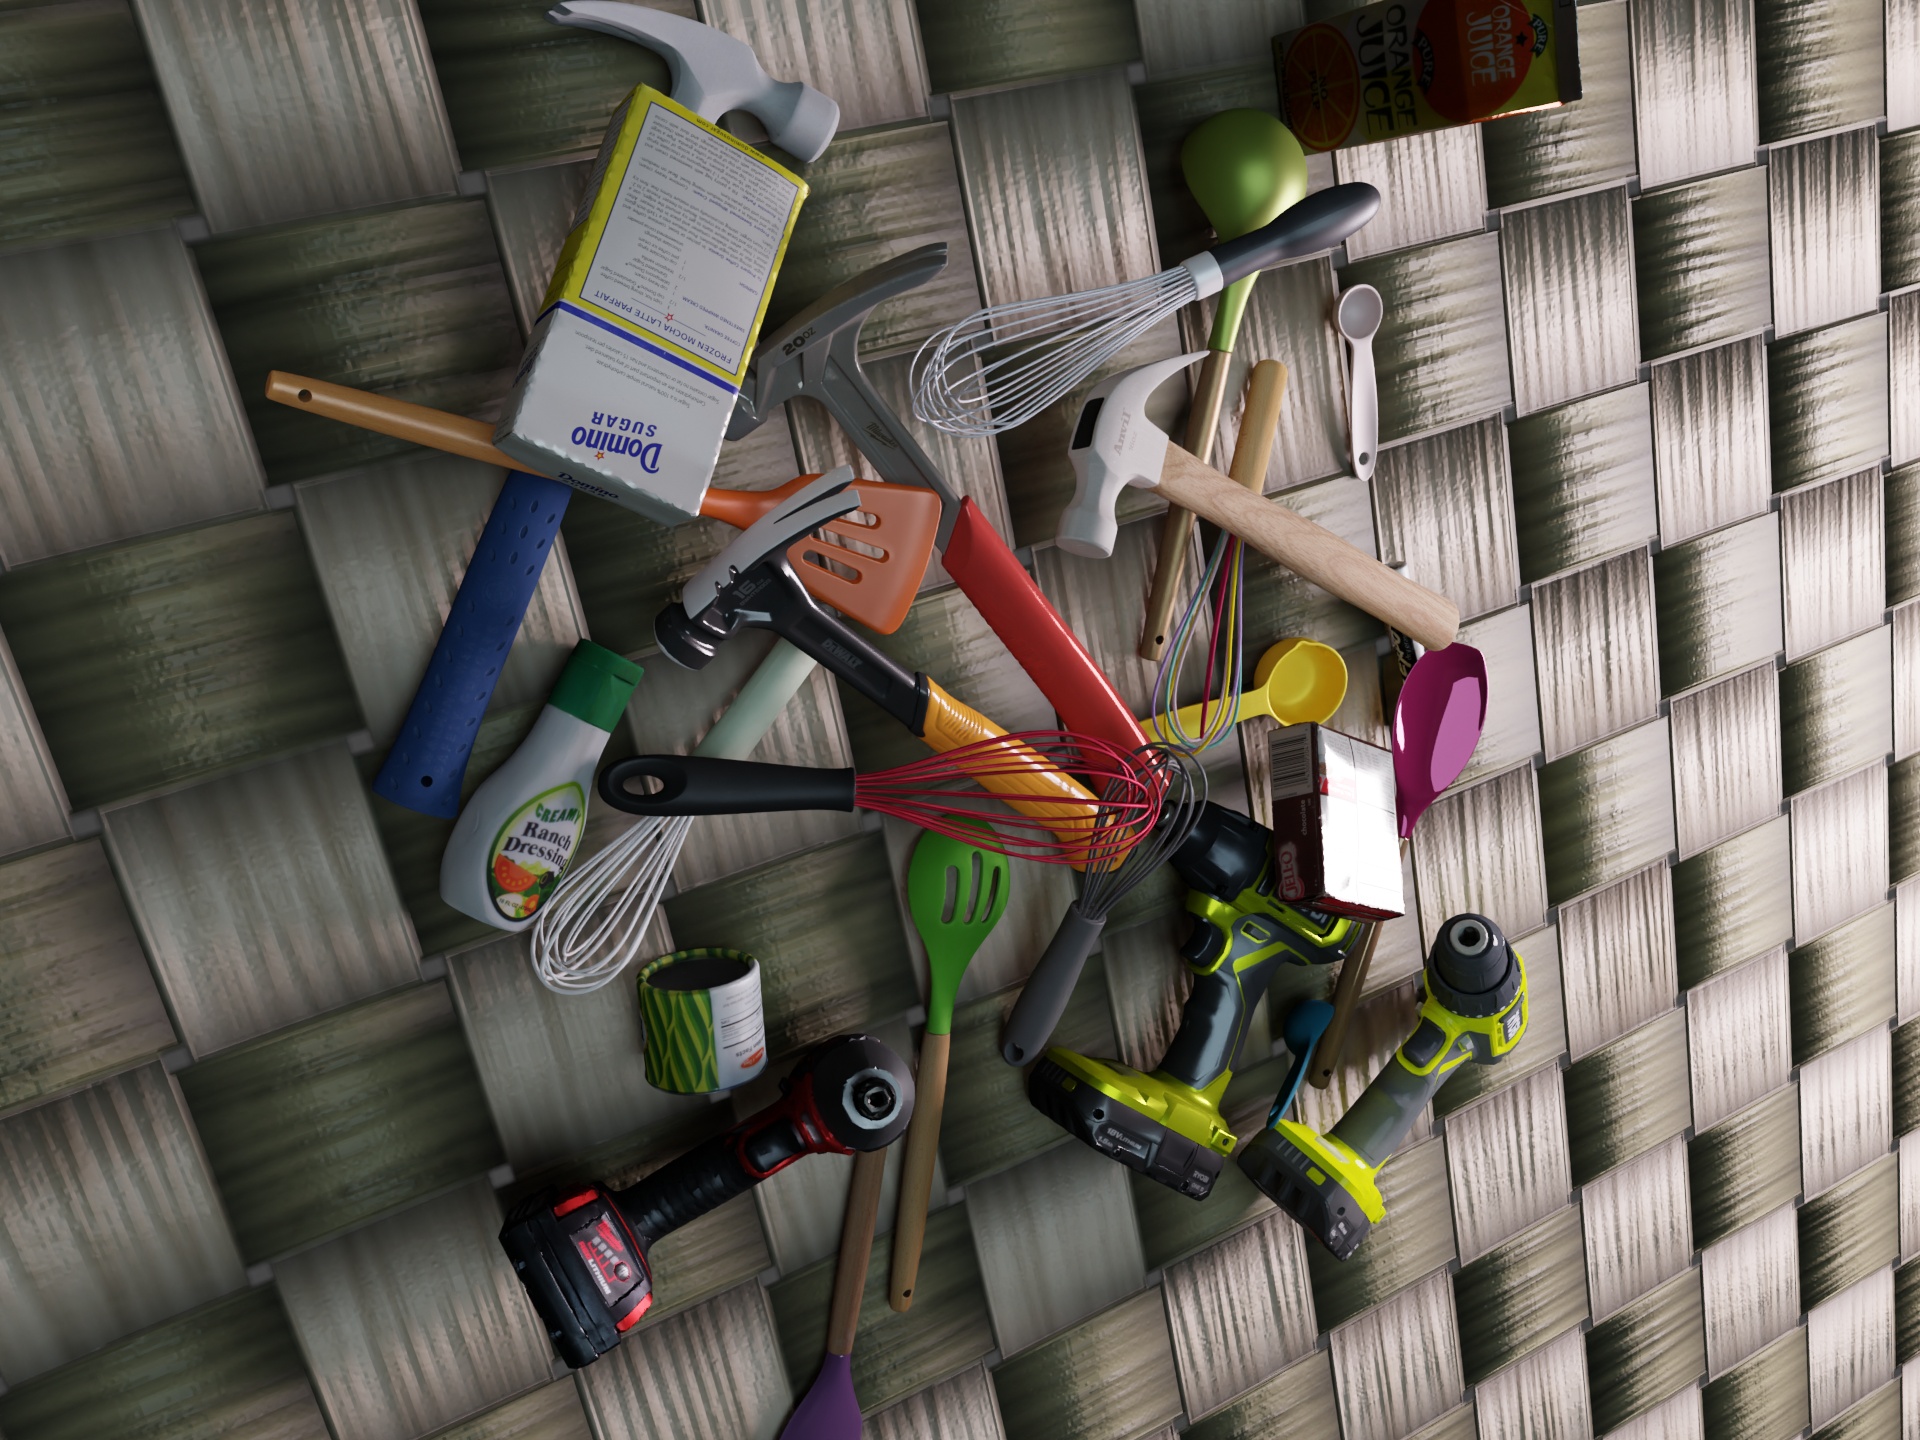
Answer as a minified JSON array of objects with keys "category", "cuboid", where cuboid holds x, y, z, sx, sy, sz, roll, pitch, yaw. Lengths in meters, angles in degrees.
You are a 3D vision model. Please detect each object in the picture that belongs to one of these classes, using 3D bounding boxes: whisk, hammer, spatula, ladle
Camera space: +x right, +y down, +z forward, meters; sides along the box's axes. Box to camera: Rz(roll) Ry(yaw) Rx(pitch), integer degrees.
[{"category":"whisk","cuboid":[0.077,0.114,0.930,0.055,0.055,0.239,10,120,-28]},{"category":"hammer","cuboid":[0.025,-0.082,0.873,0.149,0.037,0.358,-28,123,20]},{"category":"hammer","cuboid":[-0.198,-0.148,0.776,0.144,0.035,0.405,22,91,-29]},{"category":"whisk","cuboid":[-0.144,0.039,0.843,0.246,0.059,0.057,-54,155,-10]},{"category":"spatula","cuboid":[-0.071,0.357,0.961,0.059,0.018,0.316,6,100,-27]},{"category":"whisk","cuboid":[0.102,-0.228,0.862,0.284,0.070,0.070,-26,112,-4]},{"category":"whisk","cuboid":[-0.037,0.037,0.825,0.295,0.073,0.073,2,101,-11]},{"category":"whisk","cuboid":[0.163,-0.096,0.953,0.051,0.047,0.245,13,88,-3]},{"category":"ladle","cuboid":[0.140,-0.193,0.937,0.078,0.062,0.320,4,106,-26]},{"category":"spatula","cuboid":[-0.159,-0.113,0.759,0.322,0.041,0.081,12,106,-33]},{"category":"hammer","cuboid":[0.190,-0.110,0.930,0.331,0.031,0.130,20,79,-37]},{"category":"hammer","cuboid":[-0.001,-0.003,0.864,0.127,0.034,0.336,-38,131,18]}]

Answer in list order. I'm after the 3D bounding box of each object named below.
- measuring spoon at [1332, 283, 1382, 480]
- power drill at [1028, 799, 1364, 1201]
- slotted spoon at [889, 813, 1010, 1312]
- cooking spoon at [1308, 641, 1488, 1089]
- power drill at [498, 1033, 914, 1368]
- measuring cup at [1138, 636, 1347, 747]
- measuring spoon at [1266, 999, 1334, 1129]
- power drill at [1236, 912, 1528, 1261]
[{"category":"measuring spoon","cuboid":[0.247,-0.211,0.997,0.034,0.018,0.124,-18,116,-22]},{"category":"power drill","cuboid":[0.143,0.168,0.995,0.171,0.080,0.223,33,82,-29]},{"category":"slotted spoon","cuboid":[-0.015,0.210,0.952,0.070,0.031,0.313,2,102,-31]},{"category":"cooking spoon","cuboid":[0.286,0.101,1.068,0.068,0.017,0.319,12,100,-19]},{"category":"power drill","cuboid":[-0.124,0.239,0.838,0.219,0.143,0.078,-29,88,-17]},{"category":"measuring cup","cuboid":[0.166,-0.011,0.998,0.156,0.029,0.062,-17,112,-10]},{"category":"measuring spoon","cuboid":[0.212,0.219,1.031,0.021,0.129,0.042,40,125,4]},{"category":"power drill","cuboid":[0.287,0.233,1.043,0.228,0.080,0.190,-48,148,-7]}]
